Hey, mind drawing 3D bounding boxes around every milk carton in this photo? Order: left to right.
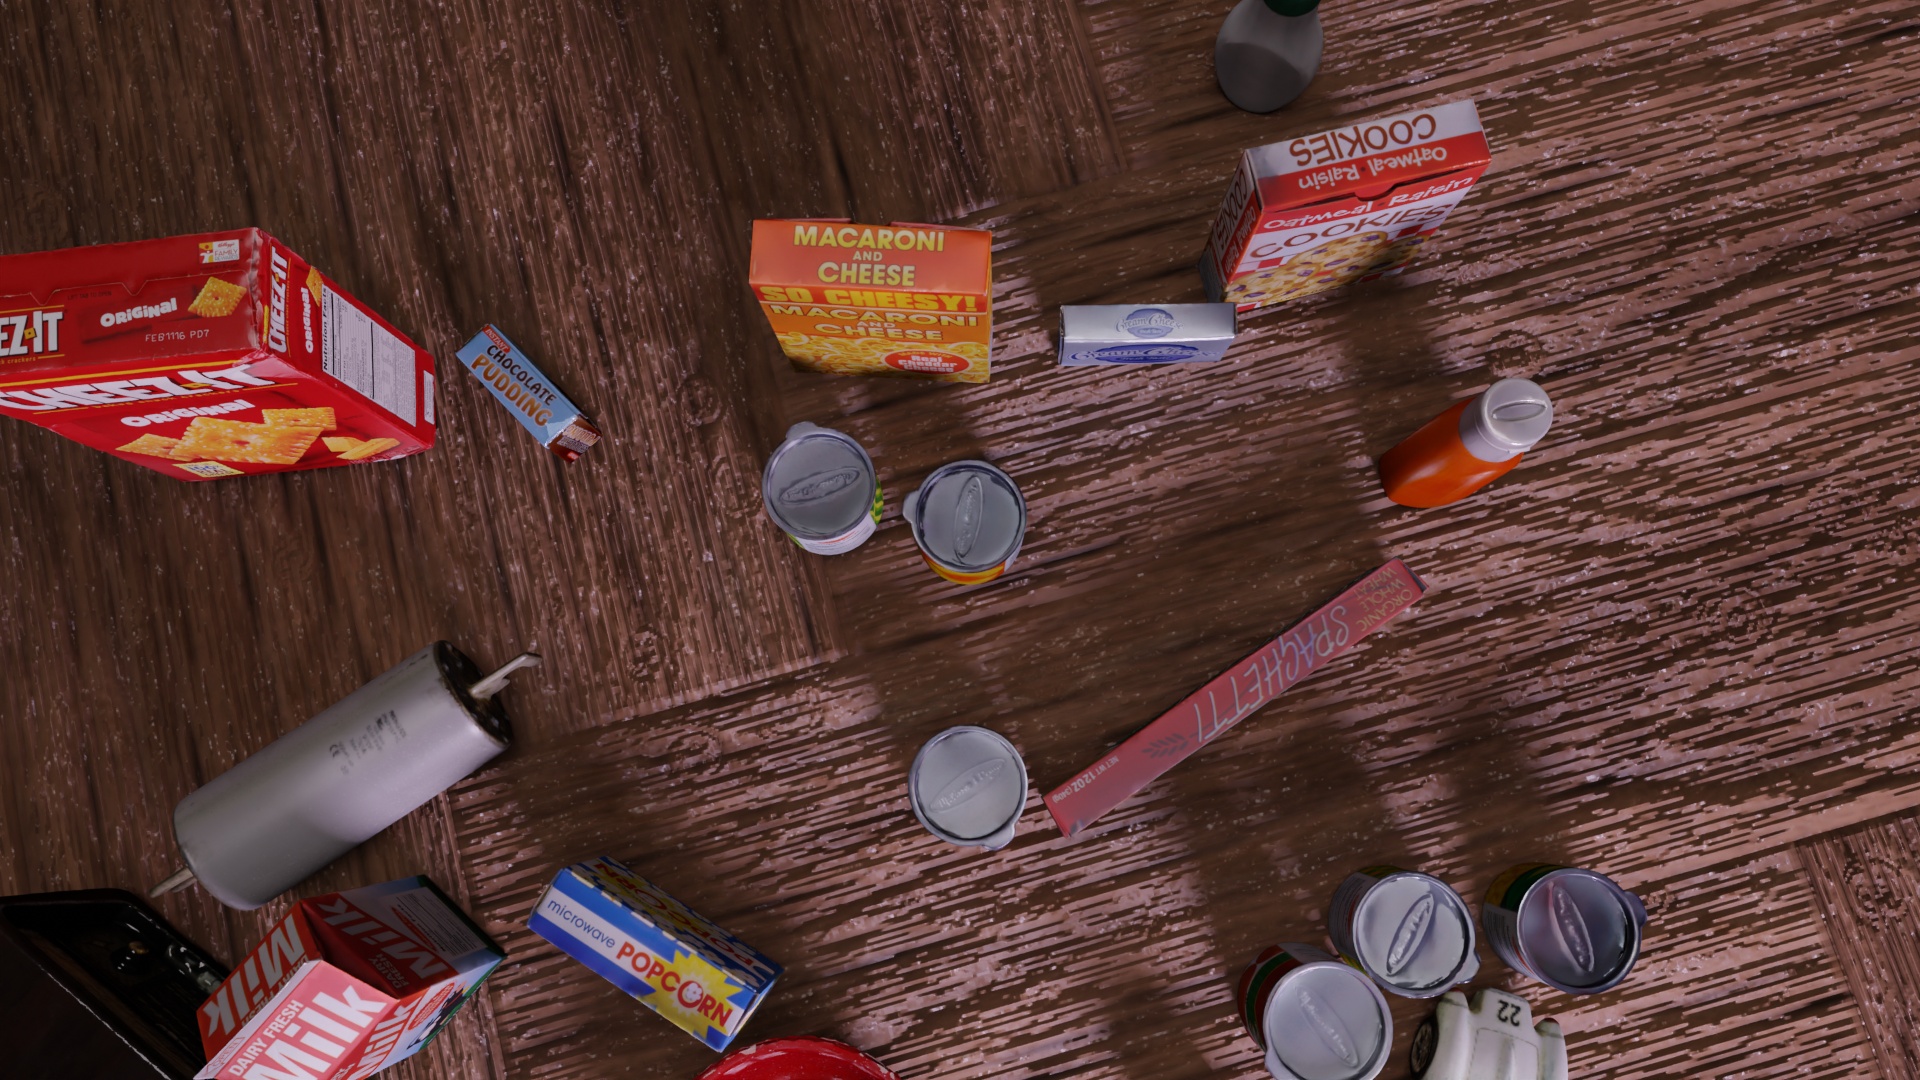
[{"bbox_3d":[-0.314,0.229,0.713,0.073,0.190,0.072,41,84,7],"label":"milk carton"}]

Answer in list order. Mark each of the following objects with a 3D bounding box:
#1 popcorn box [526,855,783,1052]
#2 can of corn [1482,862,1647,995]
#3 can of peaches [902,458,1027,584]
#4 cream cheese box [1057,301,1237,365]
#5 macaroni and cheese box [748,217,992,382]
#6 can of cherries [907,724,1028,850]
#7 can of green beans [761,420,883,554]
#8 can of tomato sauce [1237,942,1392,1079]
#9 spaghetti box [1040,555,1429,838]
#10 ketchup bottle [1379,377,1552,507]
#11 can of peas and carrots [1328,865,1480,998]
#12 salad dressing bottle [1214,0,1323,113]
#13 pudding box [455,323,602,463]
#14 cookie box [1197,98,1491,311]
[{"bbox_3d":[-0.165,0.224,0.764,0.127,0.085,0.038,31,83,6],"label":"popcorn box"},{"bbox_3d":[0.334,0.212,0.770,0.071,0.058,0.071,0,80,1],"label":"can of corn"},{"bbox_3d":[0.003,-0.010,0.815,0.071,0.058,0.071,0,80,1],"label":"can of peaches"},{"bbox_3d":[0.110,-0.124,0.835,0.104,0.053,0.024,-1,81,1],"label":"cream cheese box"},{"bbox_3d":[-0.044,-0.132,0.783,0.124,0.166,0.040,3,81,2],"label":"macaroni and cheese box"},{"bbox_3d":[0.006,0.141,0.789,0.071,0.058,0.071,0,80,1],"label":"can of cherries"},{"bbox_3d":[-0.080,-0.028,0.820,0.071,0.057,0.071,0,80,1],"label":"can of green beans"},{"bbox_3d":[0.188,0.258,0.752,0.071,0.083,0.071,0,81,1],"label":"can of tomato sauce"},{"bbox_3d":[0.156,0.089,0.799,0.250,0.050,0.029,-34,82,-4],"label":"spaghetti box"},{"bbox_3d":[0.283,-0.053,0.771,0.065,0.148,0.043,-9,81,0],"label":"ketchup bottle"},{"bbox_3d":[0.246,0.216,0.771,0.071,0.058,0.071,0,80,1],"label":"can of peas and carrots"},{"bbox_3d":[0.188,-0.305,0.818,0.064,0.147,0.044,25,82,5],"label":"salad dressing bottle"},{"bbox_3d":[-0.259,-0.088,0.839,0.030,0.049,0.084,-45,82,-6],"label":"pudding box"},{"bbox_3d":[0.210,-0.182,0.786,0.123,0.167,0.040,-13,81,-1],"label":"cookie box"}]
